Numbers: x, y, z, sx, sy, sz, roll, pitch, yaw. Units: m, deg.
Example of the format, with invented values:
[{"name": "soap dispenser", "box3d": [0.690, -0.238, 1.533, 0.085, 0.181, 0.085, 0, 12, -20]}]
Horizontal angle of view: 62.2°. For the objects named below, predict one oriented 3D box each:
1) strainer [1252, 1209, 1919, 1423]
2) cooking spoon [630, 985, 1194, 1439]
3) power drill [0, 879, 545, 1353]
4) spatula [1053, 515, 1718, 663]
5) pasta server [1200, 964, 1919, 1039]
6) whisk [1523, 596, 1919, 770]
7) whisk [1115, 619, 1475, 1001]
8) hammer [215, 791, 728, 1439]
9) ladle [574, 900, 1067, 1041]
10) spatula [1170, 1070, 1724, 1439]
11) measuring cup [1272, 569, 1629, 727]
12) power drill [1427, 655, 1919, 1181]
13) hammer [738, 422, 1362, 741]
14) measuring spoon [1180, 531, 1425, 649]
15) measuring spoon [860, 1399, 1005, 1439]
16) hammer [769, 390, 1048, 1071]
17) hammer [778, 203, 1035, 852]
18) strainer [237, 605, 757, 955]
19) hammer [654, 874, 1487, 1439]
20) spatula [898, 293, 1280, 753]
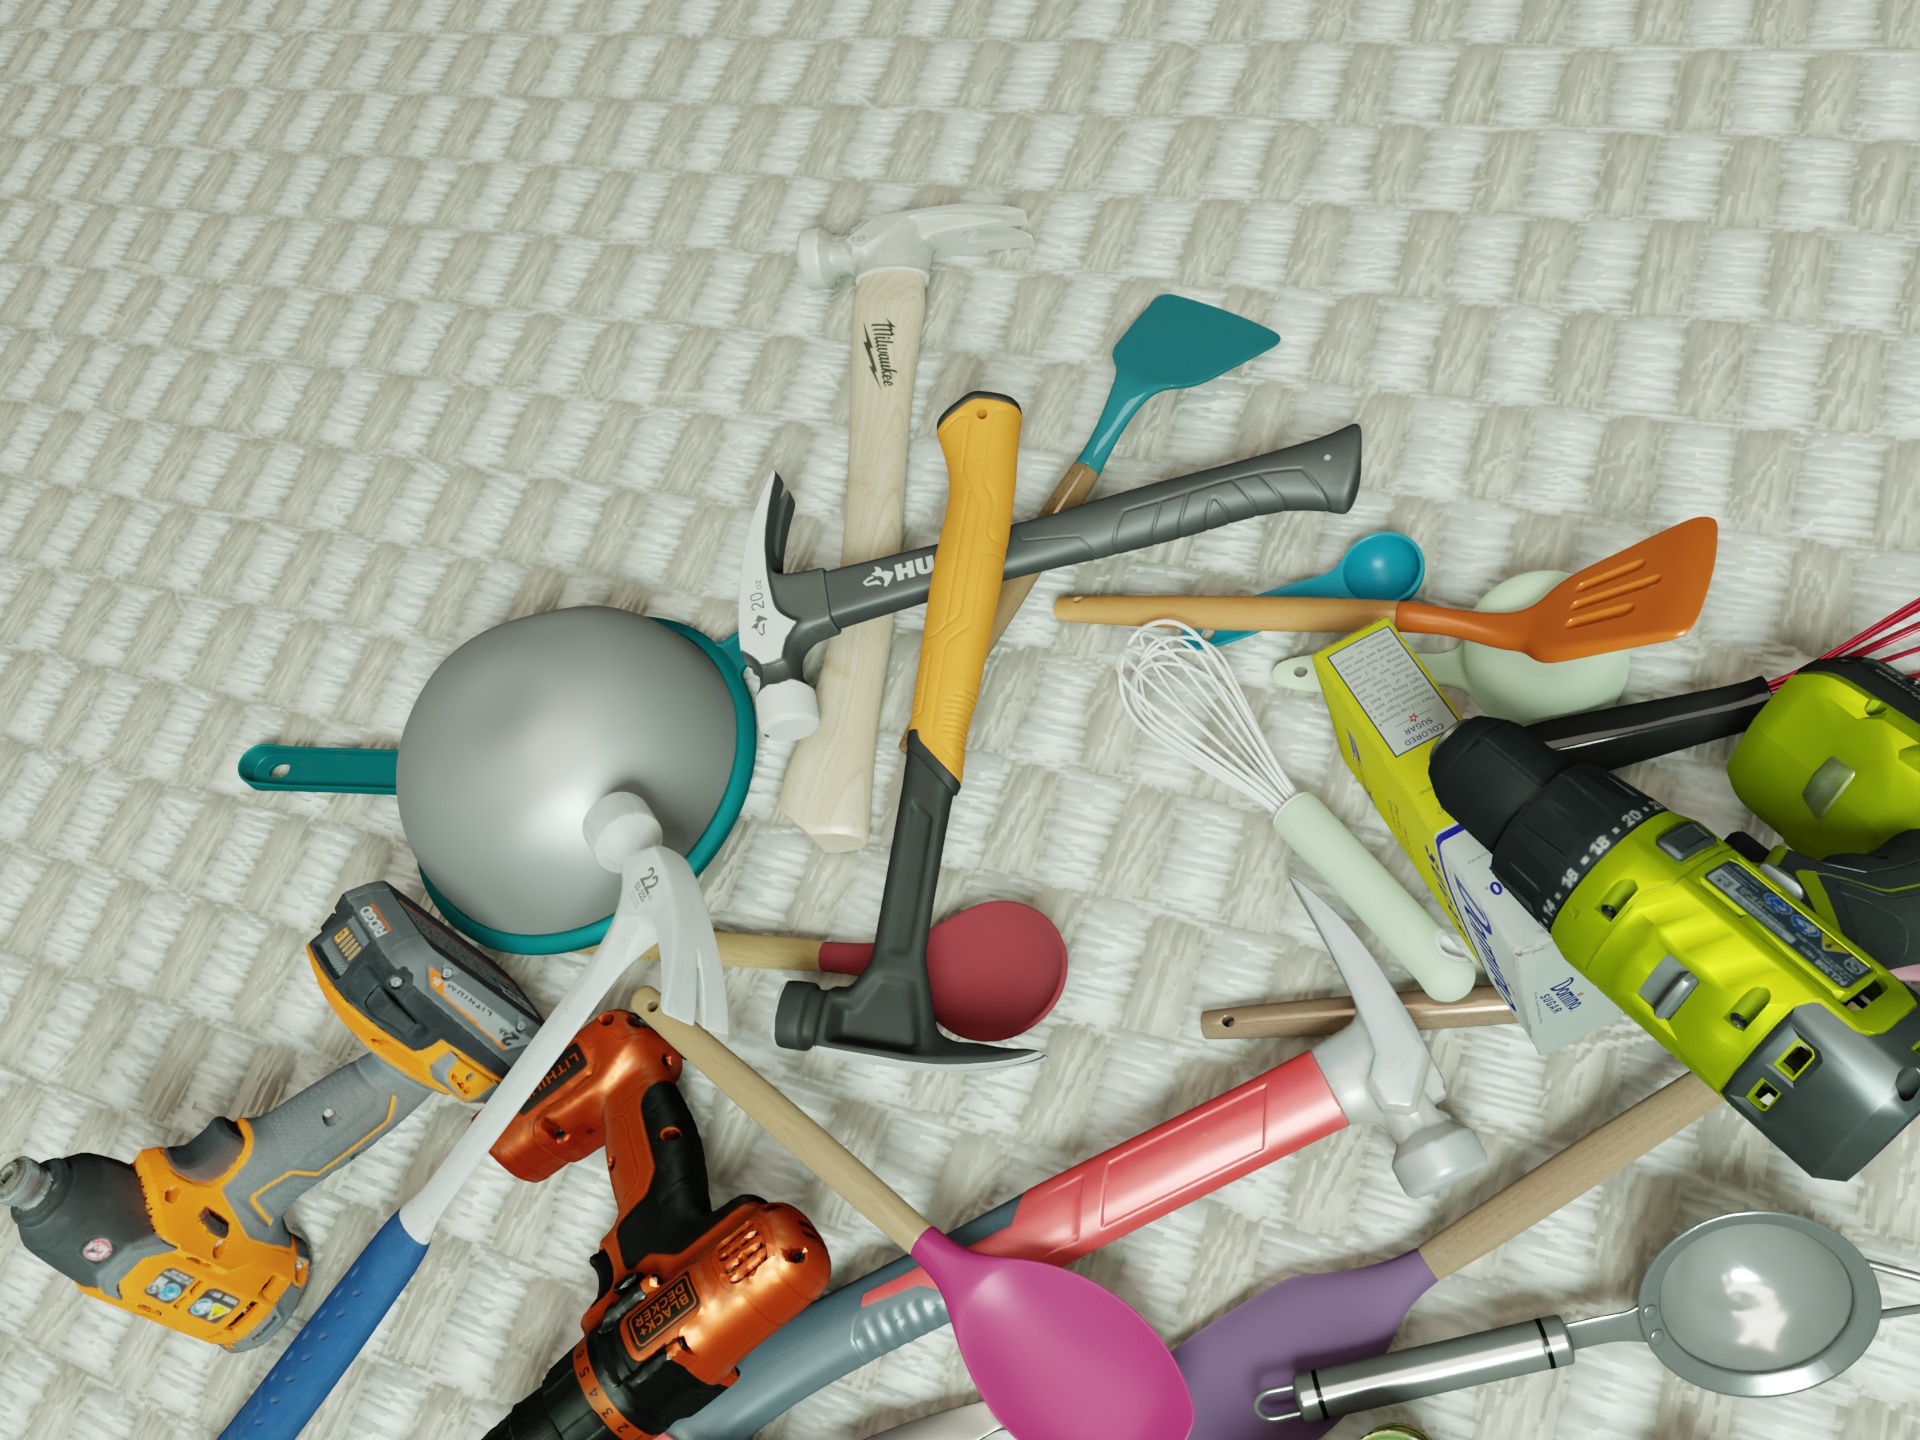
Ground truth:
[{"name": "strainer", "box3d": [0.240, 0.239, 0.622, 0.258, 0.050, 0.086, -17, 106, 8]}, {"name": "cooking spoon", "box3d": [-0.035, 0.210, 0.692, 0.319, 0.017, 0.069, 33, 79, 27]}, {"name": "power drill", "box3d": [-0.332, 0.190, 0.772, 0.226, 0.164, 0.084, -46, 46, -9]}, {"name": "spatula", "box3d": [0.185, -0.058, 0.762, 0.323, 0.041, 0.081, 4, 45, 32]}, {"name": "pasta server", "box3d": [0.262, 0.124, 0.690, 0.316, 0.040, 0.060, -8, 63, 19]}, {"name": "whisk", "box3d": [0.376, -0.013, 0.700, 0.296, 0.073, 0.073, -15, 61, 17]}, {"name": "whisk", "box3d": [0.151, 0.038, 0.748, 0.247, 0.057, 0.059, 51, 123, 35]}, {"name": "hammer", "box3d": [-0.244, 0.228, 0.732, 0.405, 0.035, 0.144, -53, 41, 7]}, {"name": "ladle", "box3d": [-0.093, 0.119, 0.807, 0.315, 0.031, 0.069, 1, 67, 21]}, {"name": "spatula", "box3d": [0.215, 0.211, 0.652, 0.316, 0.018, 0.060, -36, 65, 7]}, {"name": "measuring cup", "box3d": [0.234, -0.033, 0.765, 0.167, 0.038, 0.083, -3, 64, 15]}, {"name": "power drill", "box3d": [0.300, 0.048, 0.589, 0.228, 0.080, 0.191, -16, 48, -36]}, {"name": "hammer", "box3d": [0.044, -0.097, 0.827, 0.335, 0.035, 0.146, -14, 65, 8]}, {"name": "measuring spoon", "box3d": [0.175, -0.058, 0.815, 0.128, 0.021, 0.042, -20, 60, 19]}, {"name": "measuring spoon", "box3d": [-0.009, 0.304, 0.677, 0.124, 0.018, 0.034, -19, 56, -8]}, {"name": "hammer", "box3d": [-0.001, -0.002, 0.766, 0.127, 0.034, 0.337, 5, 74, 13]}, {"name": "hammer", "box3d": [-0.040, -0.124, 0.903, 0.146, 0.038, 0.411, -3, 65, 15]}, {"name": "strainer", "box3d": [-0.283, 0.011, 0.875, 0.340, 0.095, 0.211, 0, 61, 20]}, {"name": "hammer", "box3d": [0.021, 0.214, 0.702, 0.386, 0.038, 0.143, -29, 64, 7]}, {"name": "spatula", "box3d": [0.060, -0.111, 0.872, 0.082, 0.044, 0.317, 29, 81, 27]}]
